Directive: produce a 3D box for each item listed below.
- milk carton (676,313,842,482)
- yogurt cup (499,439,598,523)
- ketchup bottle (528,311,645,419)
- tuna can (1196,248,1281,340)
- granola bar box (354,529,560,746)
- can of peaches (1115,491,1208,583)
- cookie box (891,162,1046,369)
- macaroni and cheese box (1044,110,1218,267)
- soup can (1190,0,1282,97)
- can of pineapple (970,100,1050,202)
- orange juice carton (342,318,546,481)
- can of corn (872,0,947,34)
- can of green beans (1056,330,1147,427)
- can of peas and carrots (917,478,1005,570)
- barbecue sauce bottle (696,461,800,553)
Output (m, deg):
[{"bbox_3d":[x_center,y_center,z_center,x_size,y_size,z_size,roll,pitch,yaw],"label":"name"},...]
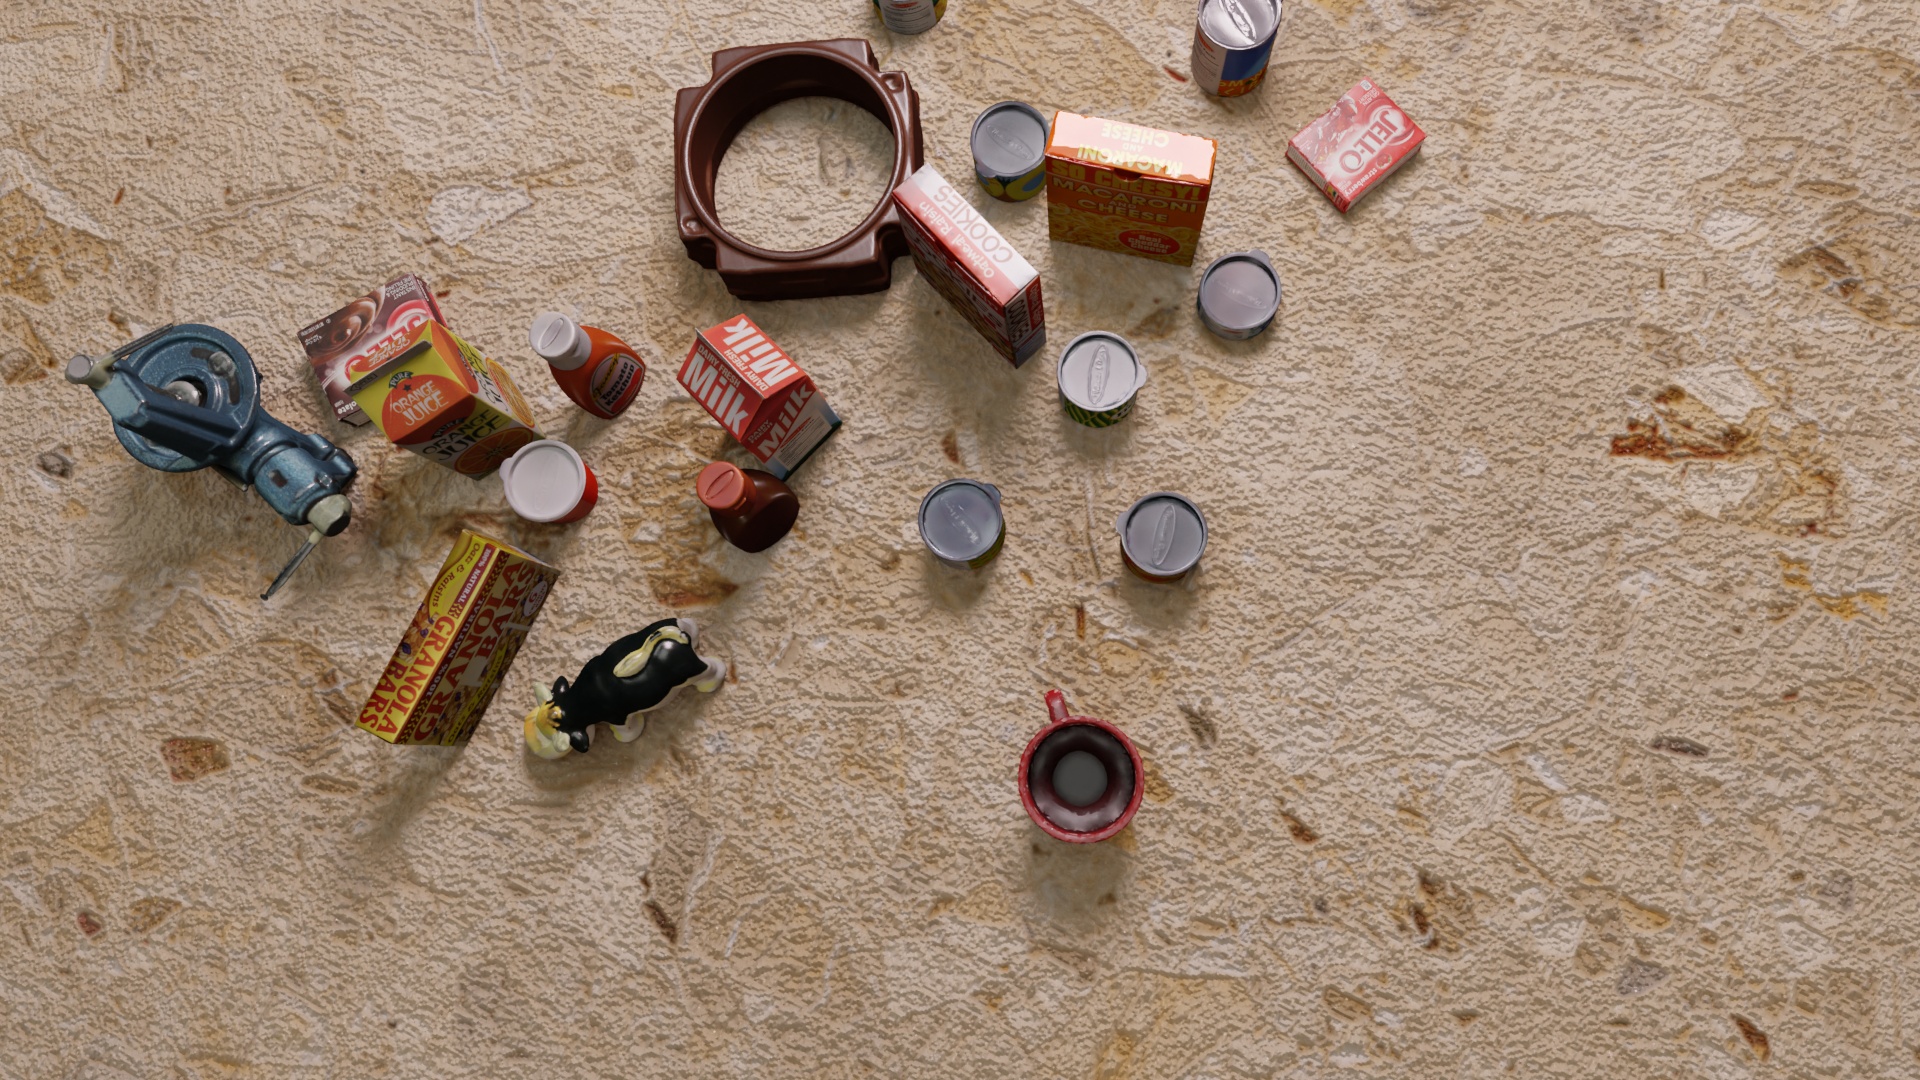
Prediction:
[{"bbox_3d":[-0.156,-0.111,1.070,0.072,0.190,0.073,44,87,10],"label":"milk carton"},{"bbox_3d":[-0.334,-0.045,1.144,0.072,0.054,0.072,-1,81,5],"label":"yogurt cup"},{"bbox_3d":[-0.300,-0.143,1.109,0.043,0.148,0.065,31,85,9],"label":"ketchup bottle"},{"bbox_3d":[0.228,-0.201,1.132,0.071,0.033,0.071,-1,81,5],"label":"tuna can"},{"bbox_3d":[-0.390,0.081,1.092,0.039,0.124,0.165,26,84,9],"label":"granola bar box"},{"bbox_3d":[0.157,-0.002,1.092,0.071,0.058,0.071,-1,81,5],"label":"can of peaches"},{"bbox_3d":[0.010,-0.209,1.084,0.040,0.167,0.123,-43,80,-2],"label":"cookie box"},{"bbox_3d":[0.131,-0.270,1.084,0.124,0.166,0.040,13,83,7],"label":"macaroni and cheese box"},{"bbox_3d":[0.228,-0.414,1.142,0.071,0.083,0.071,-1,81,5],"label":"soup can"},{"bbox_3d":[0.041,-0.321,1.156,0.071,0.058,0.071,-1,81,5],"label":"can of pineapple"},{"bbox_3d":[-0.406,-0.112,1.091,0.072,0.192,0.073,-31,80,0],"label":"orange juice carton"},{"bbox_3d":[-0.046,-0.480,1.190,0.071,0.058,0.071,-1,81,5],"label":"can of corn"},{"bbox_3d":[0.111,-0.129,1.118,0.071,0.057,0.071,-1,81,5],"label":"can of green beans"},{"bbox_3d":[0.004,-0.014,1.107,0.071,0.058,0.071,-1,81,5],"label":"can of peas and carrots"},{"bbox_3d":[-0.167,-0.029,1.079,0.044,0.148,0.065,44,87,10],"label":"barbecue sauce bottle"}]
